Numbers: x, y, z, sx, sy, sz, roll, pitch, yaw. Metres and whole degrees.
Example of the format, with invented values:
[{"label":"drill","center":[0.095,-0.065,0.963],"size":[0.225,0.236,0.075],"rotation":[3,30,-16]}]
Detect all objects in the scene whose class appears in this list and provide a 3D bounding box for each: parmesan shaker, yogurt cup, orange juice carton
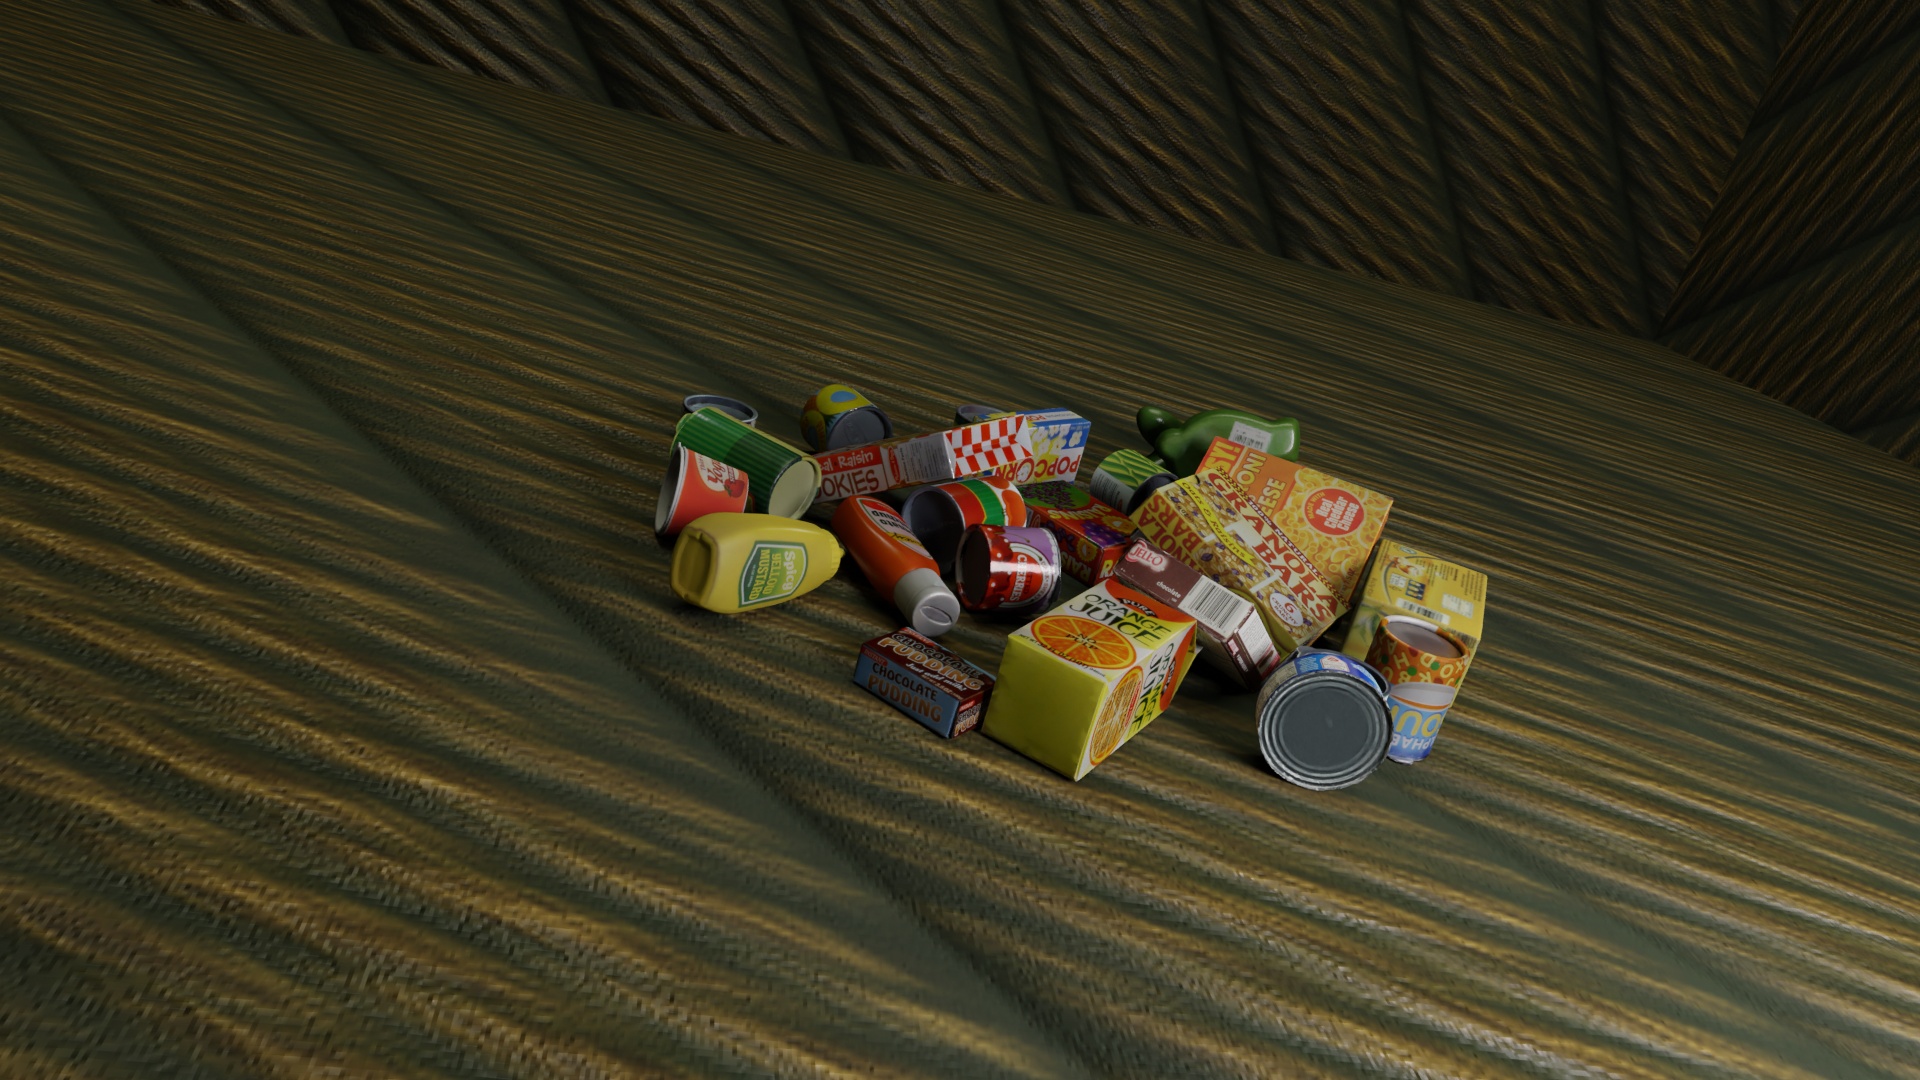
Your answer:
[{"label":"parmesan shaker","center":[-0.171,-0.058,1.095],"size":[0.103,0.071,0.071],"rotation":[27,25,26]},{"label":"yogurt cup","center":[-0.191,-0.031,1.028],"size":[0.054,0.072,0.072],"rotation":[15,20,-21]},{"label":"orange juice carton","center":[0.097,0.082,0.923],"size":[0.072,0.072,0.193],"rotation":[25,23,24]}]

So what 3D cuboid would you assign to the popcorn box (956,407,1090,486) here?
[{"label":"popcorn box","center":[0.057,-0.071,1.250],"size":[0.038,0.085,0.127],"rotation":[32,27,35]}]

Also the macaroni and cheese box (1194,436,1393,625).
[{"label":"macaroni and cheese box","center":[0.278,-0.011,1.225],"size":[0.166,0.040,0.124],"rotation":[22,60,19]}]

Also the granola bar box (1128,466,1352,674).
[{"label":"granola bar box","center":[0.228,0.018,1.119],"size":[0.166,0.039,0.124],"rotation":[50,33,15]}]

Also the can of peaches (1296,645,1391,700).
[{"label":"can of peaches","center":[0.255,0.115,0.965],"size":[0.071,0.057,0.071],"rotation":[12,22,-5]}]

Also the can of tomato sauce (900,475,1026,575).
[{"label":"can of tomato sauce","center":[0.004,-0.014,1.107],"size":[0.071,0.071,0.083],"rotation":[29,25,31]}]

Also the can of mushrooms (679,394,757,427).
[{"label":"can of mushrooms","center":[-0.215,-0.102,1.220],"size":[0.071,0.033,0.071],"rotation":[13,22,-5]}]

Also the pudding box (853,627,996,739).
[{"label":"pudding box","center":[-0.020,0.090,0.887],"size":[0.084,0.030,0.050],"rotation":[28,24,29]}]

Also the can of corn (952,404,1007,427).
[{"label":"can of corn","center":[0.022,-0.088,1.304],"size":[0.071,0.058,0.071],"rotation":[13,22,-5]}]

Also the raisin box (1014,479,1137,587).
[{"label":"raisin box","center":[0.100,-0.008,1.188],"size":[0.086,0.040,0.123],"rotation":[-7,31,-45]}]

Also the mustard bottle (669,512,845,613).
[{"label":"mustard bottle","center":[-0.129,0.012,0.966],"size":[0.049,0.065,0.160],"rotation":[25,18,31]}]

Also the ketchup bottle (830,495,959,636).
[{"label":"ketchup bottle","center":[-0.045,0.019,1.020],"size":[0.064,0.043,0.149],"rotation":[26,14,-34]}]

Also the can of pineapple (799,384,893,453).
[{"label":"can of pineapple","center":[-0.104,-0.099,1.243],"size":[0.071,0.070,0.058],"rotation":[-1,26,-35]}]

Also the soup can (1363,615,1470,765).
[{"label":"soup can","center":[0.318,0.106,0.992],"size":[0.071,0.083,0.071],"rotation":[13,22,-5]}]

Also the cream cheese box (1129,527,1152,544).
[{"label":"cream cheese box","center":[0.188,0.026,1.132],"size":[0.053,0.024,0.104],"rotation":[-10,57,-50]}]

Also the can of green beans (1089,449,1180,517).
[{"label":"can of green beans","center":[0.161,-0.043,1.275],"size":[0.071,0.071,0.058],"rotation":[-2,27,-35]}]

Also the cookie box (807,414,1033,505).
[{"label":"cookie box","center":[-0.045,-0.066,1.132],"size":[0.167,0.040,0.123],"rotation":[-8,6,34]}]

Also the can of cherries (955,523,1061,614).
[{"label":"can of cherries","center":[0.035,0.022,1.037],"size":[0.058,0.071,0.072],"rotation":[4,24,-24]}]
